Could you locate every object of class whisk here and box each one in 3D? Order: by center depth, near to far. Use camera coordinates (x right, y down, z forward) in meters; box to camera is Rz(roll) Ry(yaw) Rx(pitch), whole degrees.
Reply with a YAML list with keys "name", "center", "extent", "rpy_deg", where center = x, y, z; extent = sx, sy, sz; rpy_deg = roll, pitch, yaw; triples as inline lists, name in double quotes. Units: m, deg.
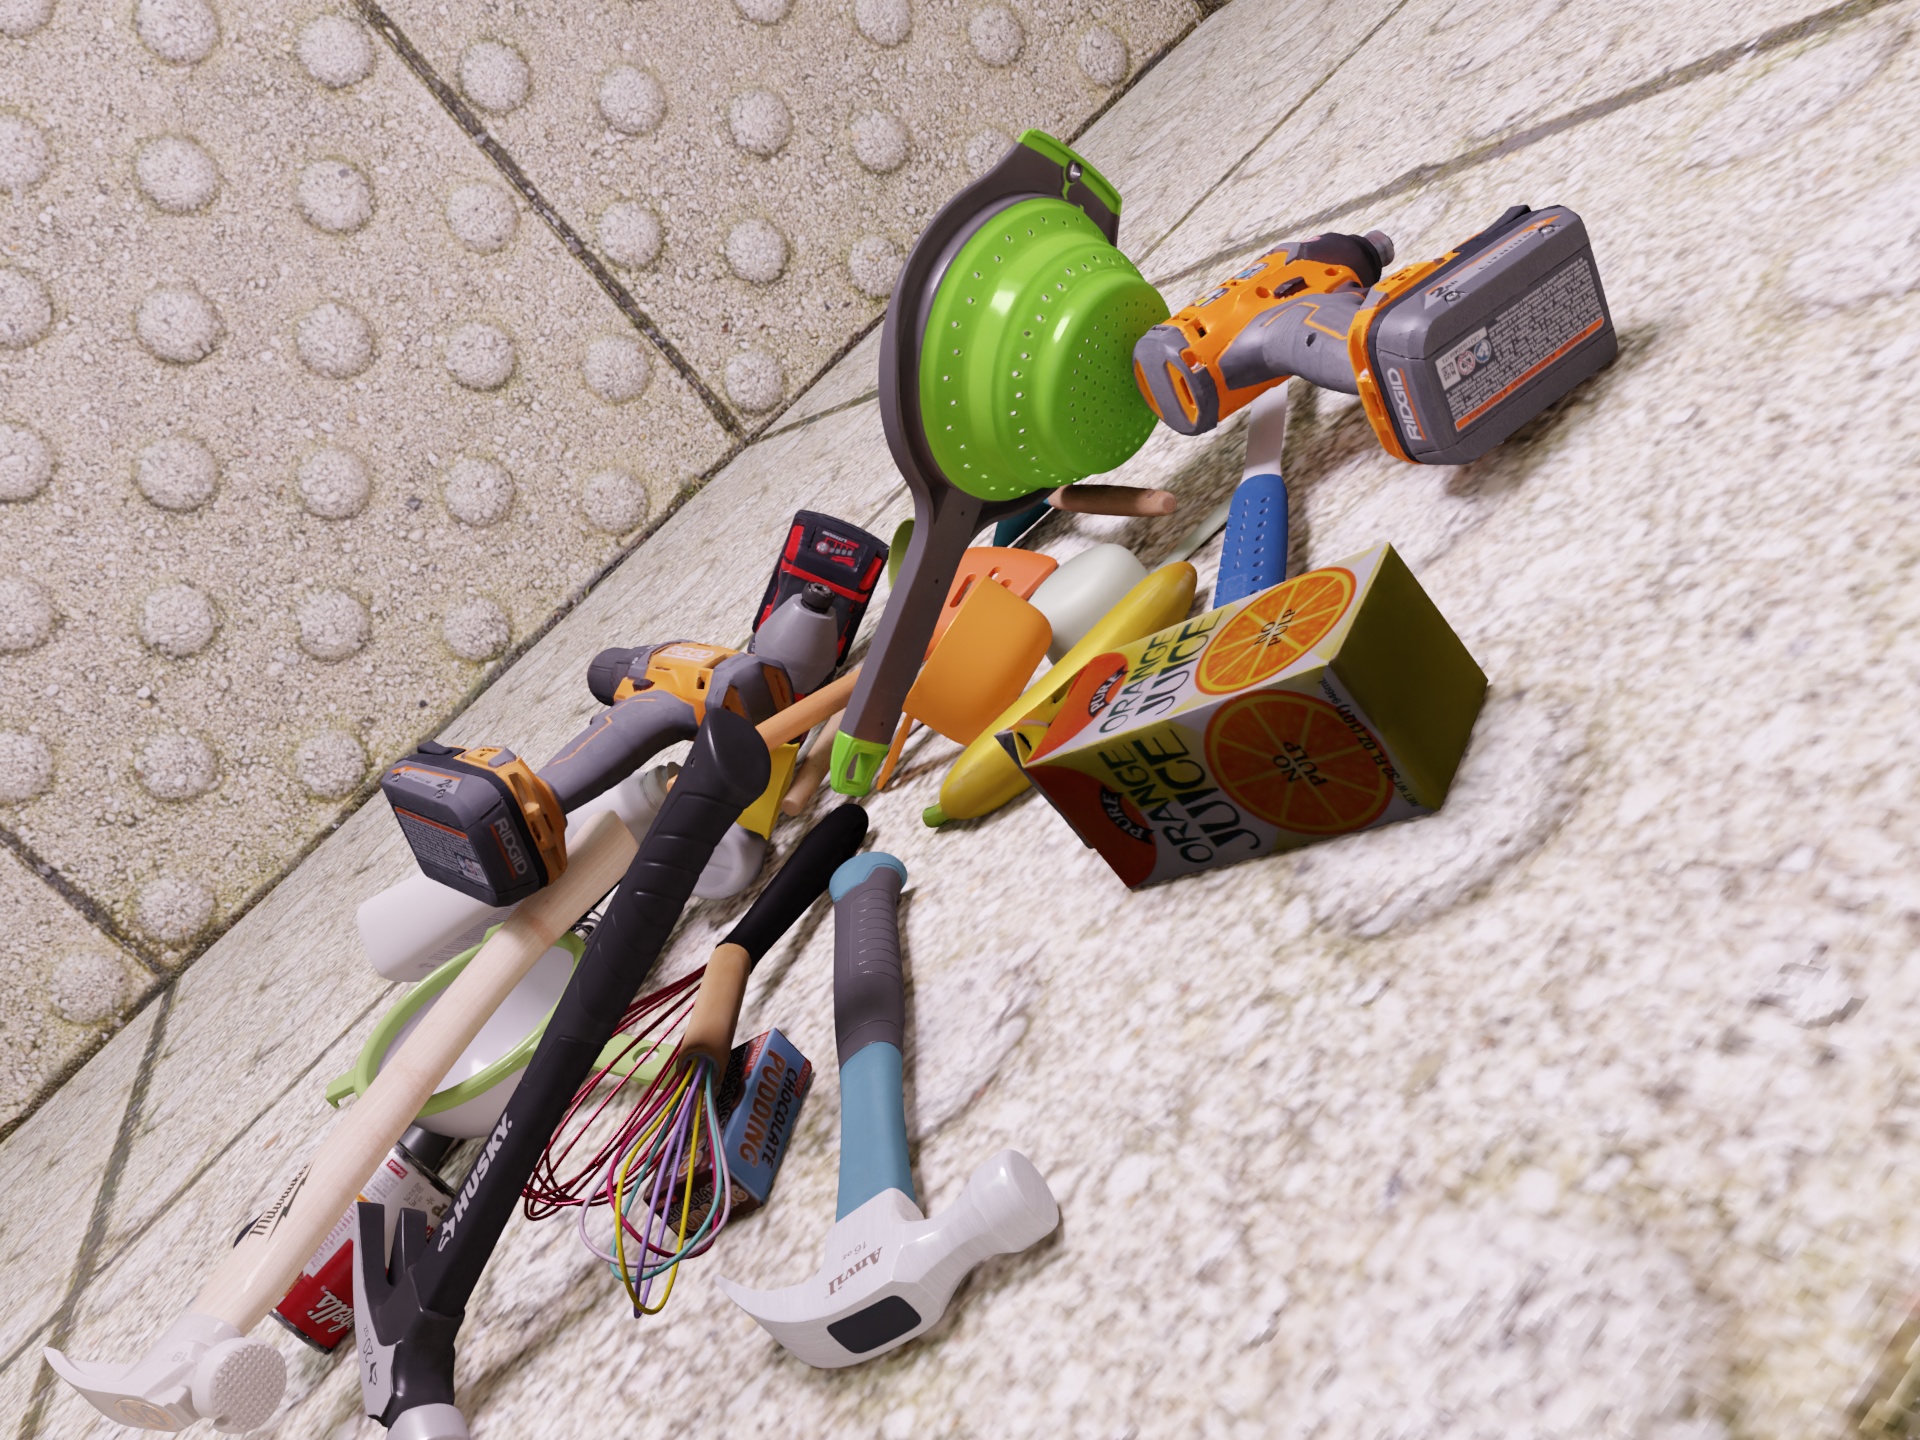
- name: "whisk"
  center: [-0.111, 0.153, 0.660]
  extent: [0.051, 0.047, 0.245]
  rpy_deg: [-42, 14, 13]
- name: "whisk"
  center: [-0.127, 0.135, 0.809]
  extent: [0.073, 0.073, 0.296]
  rpy_deg: [-24, 19, 44]
- name: "whisk"
  center: [-0.301, 0.216, 1.000]
  extent: [0.055, 0.055, 0.239]
  rpy_deg: [-13, 37, 56]

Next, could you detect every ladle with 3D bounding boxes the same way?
- name: "ladle"
  center: [-0.065, -0.040, 1.058]
  extent: [0.320, 0.062, 0.078]
  rpy_deg: [-62, -6, -52]

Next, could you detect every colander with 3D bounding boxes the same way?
- name: "colander"
  center: [0.027, -0.128, 0.916]
  extent: [0.095, 0.204, 0.397]
  rpy_deg: [26, 97, 37]

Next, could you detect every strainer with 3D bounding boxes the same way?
- name: "strainer"
  center: [-0.233, 0.196, 0.905]
  extent: [0.256, 0.069, 0.151]
  rpy_deg: [1, 38, 40]

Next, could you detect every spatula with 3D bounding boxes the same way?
- name: "spatula"
  center: [-0.060, -0.034, 0.986]
  extent: [0.081, 0.041, 0.322]
  rpy_deg: [13, 32, 38]
- name: "spatula"
  center: [0.079, -0.135, 1.019]
  extent: [0.082, 0.044, 0.318]
  rpy_deg: [-41, 16, -5]

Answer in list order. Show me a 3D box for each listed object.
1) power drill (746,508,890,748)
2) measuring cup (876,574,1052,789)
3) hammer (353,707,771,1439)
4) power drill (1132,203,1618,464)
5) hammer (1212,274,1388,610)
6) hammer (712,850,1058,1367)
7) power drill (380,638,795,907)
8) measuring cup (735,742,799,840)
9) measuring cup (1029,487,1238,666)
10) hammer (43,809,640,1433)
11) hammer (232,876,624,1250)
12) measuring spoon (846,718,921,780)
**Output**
- name: "power drill"
  center: [-0.112, -0.064, 1.134]
  extent: [0.220, 0.078, 0.143]
  rpy_deg: [-81, 14, -63]
- name: "measuring cup"
  center: [-0.001, -0.003, 0.893]
  extent: [0.095, 0.052, 0.173]
  rpy_deg: [-57, -4, -44]
- name: "hammer"
  center: [-0.172, 0.144, 0.678]
  extent: [0.334, 0.035, 0.146]
  rpy_deg: [-61, 36, 8]
- name: "power drill"
  center: [0.208, -0.201, 0.795]
  extent: [0.164, 0.084, 0.227]
  rpy_deg: [-36, 27, -15]
- name: "hammer"
  center: [0.164, -0.130, 0.840]
  extent: [0.144, 0.035, 0.406]
  rpy_deg: [-18, 29, 25]
- name: "hammer"
  center: [-0.036, 0.136, 0.663]
  extent: [0.128, 0.033, 0.331]
  rpy_deg: [-37, 18, 9]
- name: "power drill"
  center: [-0.240, 0.015, 0.994]
  extent: [0.226, 0.084, 0.185]
  rpy_deg: [-34, 29, -34]
- name: "measuring cup"
  center: [-0.123, 0.040, 1.006]
  extent: [0.156, 0.029, 0.062]
  rpy_deg: [169, 119, -85]
- name: "measuring cup"
  center: [0.105, -0.098, 0.904]
  extent: [0.167, 0.038, 0.083]
  rpy_deg: [-42, 18, 1]
- name: "hammer"
  center: [-0.300, 0.189, 0.859]
  extent: [0.146, 0.038, 0.411]
  rpy_deg: [-10, 31, 31]
- name: "hammer"
  center: [-0.335, 0.211, 1.099]
  extent: [0.409, 0.036, 0.149]
  rpy_deg: [-48, 20, -17]
- name: "measuring spoon"
  center: [-0.033, -0.005, 1.000]
  extent: [0.124, 0.018, 0.034]
  rpy_deg: [-41, 18, 9]
